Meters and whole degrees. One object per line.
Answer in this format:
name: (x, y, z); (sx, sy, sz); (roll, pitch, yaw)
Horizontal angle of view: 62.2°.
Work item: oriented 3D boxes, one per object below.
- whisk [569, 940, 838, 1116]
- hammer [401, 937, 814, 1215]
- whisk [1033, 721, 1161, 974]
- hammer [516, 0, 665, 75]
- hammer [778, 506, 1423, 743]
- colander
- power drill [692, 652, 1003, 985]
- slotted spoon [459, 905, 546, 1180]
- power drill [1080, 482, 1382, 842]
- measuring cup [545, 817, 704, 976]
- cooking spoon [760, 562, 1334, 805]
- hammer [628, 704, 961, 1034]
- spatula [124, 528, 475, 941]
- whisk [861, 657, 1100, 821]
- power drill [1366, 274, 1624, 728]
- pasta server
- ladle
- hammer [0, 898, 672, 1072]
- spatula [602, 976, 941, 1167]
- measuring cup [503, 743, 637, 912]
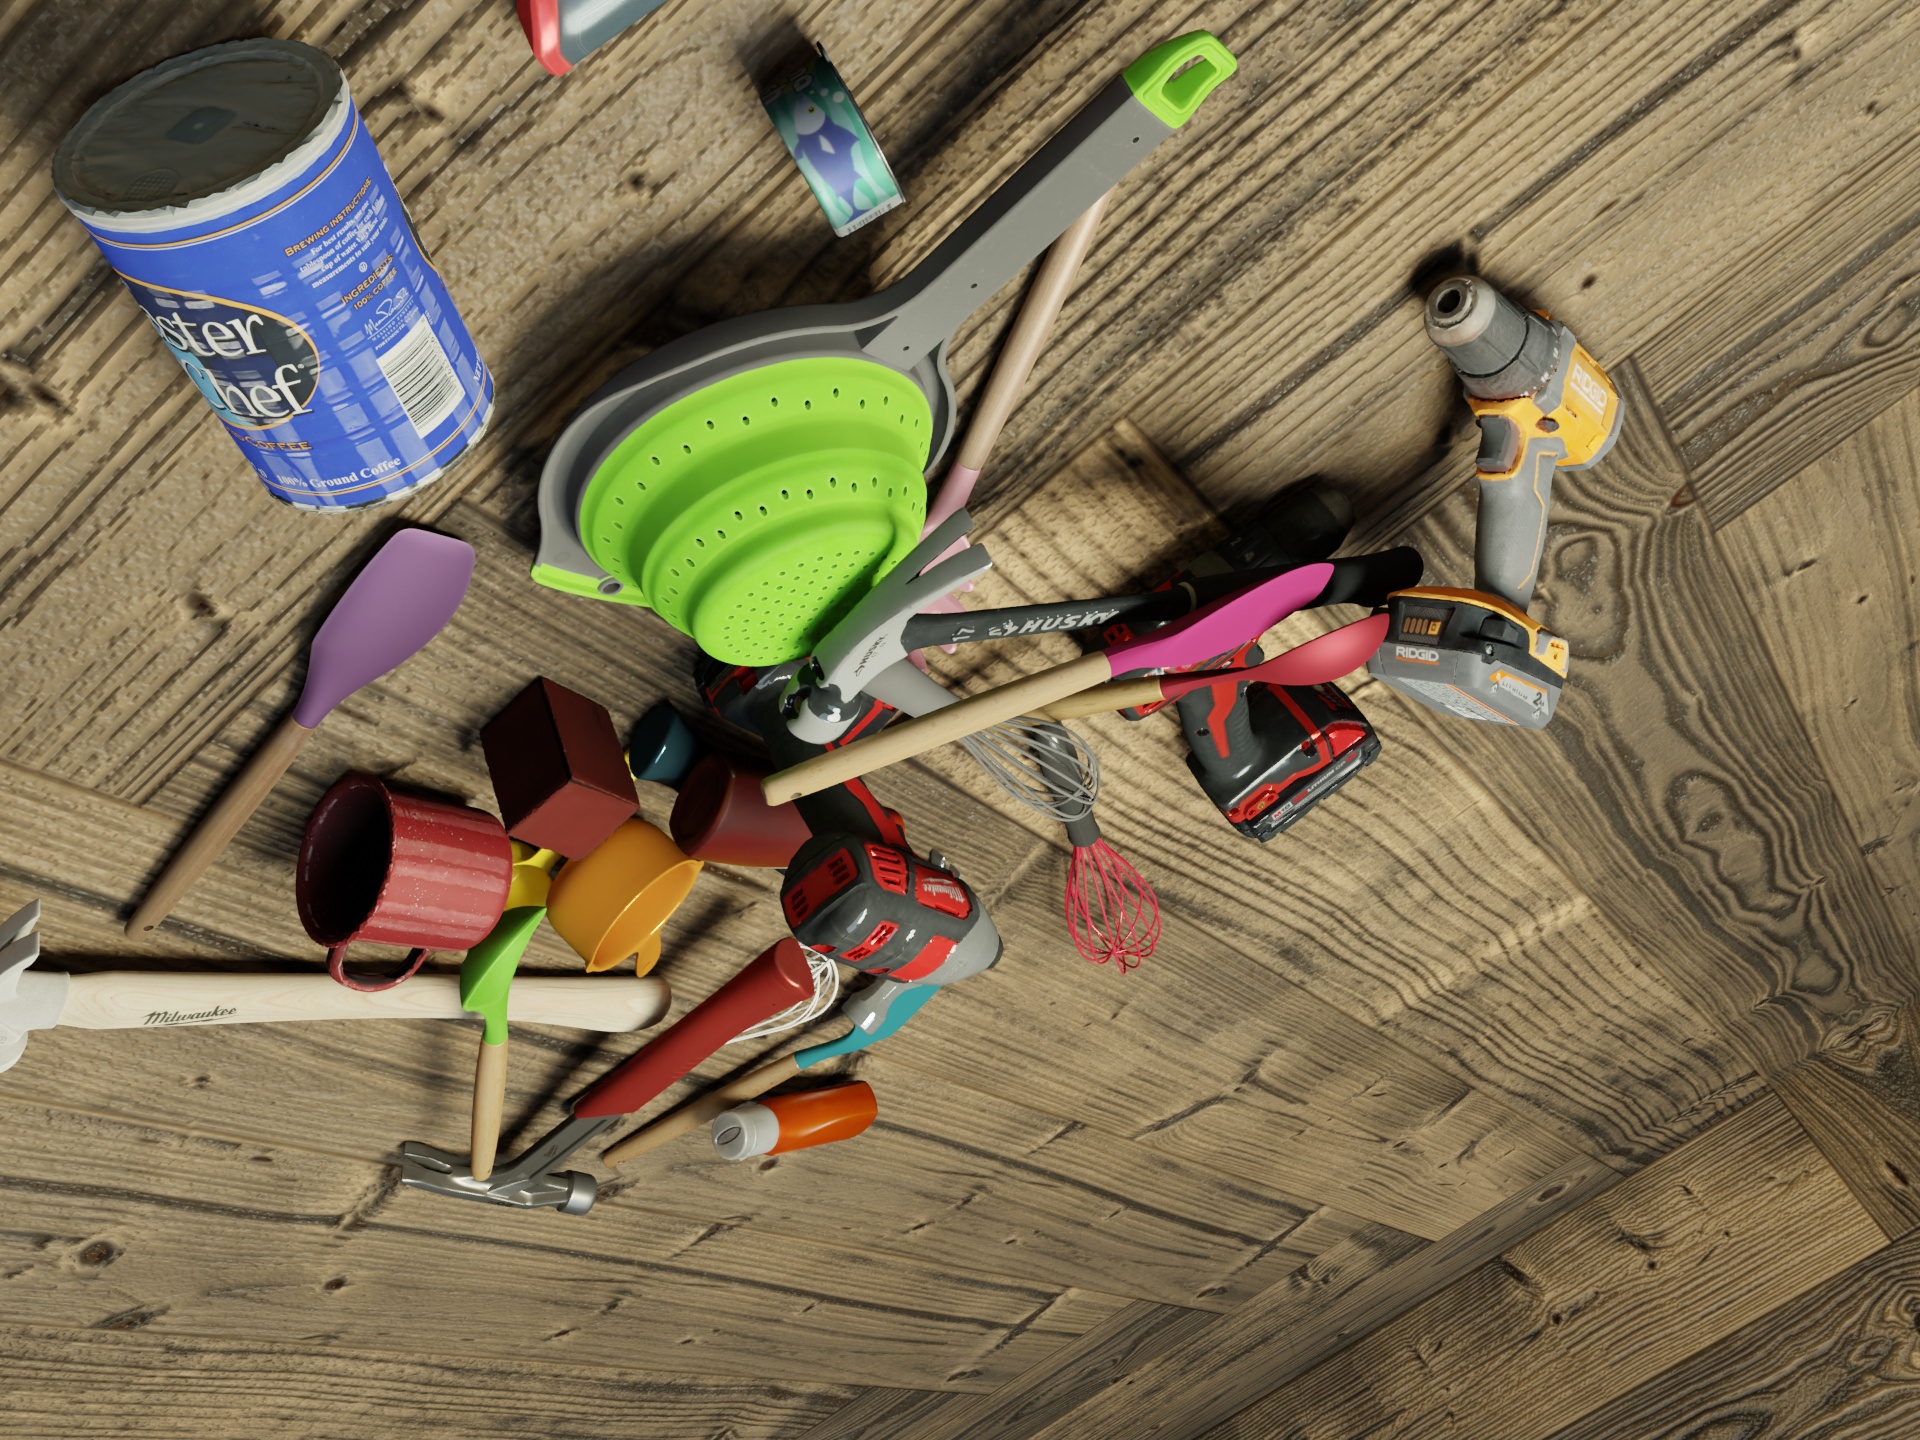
whisk: (-0.188, 0.231, 1.147); (0.246, 0.059, 0.057); (-33, 99, 16)
hammer: (-0.231, 0.247, 1.088); (0.149, 0.037, 0.359); (26, 128, -35)
whisk: (0.092, 0.092, 1.133); (0.073, 0.073, 0.295); (-24, 138, -2)
hammer: (0.008, -0.348, 0.580); (0.386, 0.038, 0.143); (-32, 144, 8)
hammer: (0.107, -0.065, 0.836); (0.408, 0.036, 0.149); (-10, 155, -37)
colander: (-0.026, -0.133, 0.704); (0.397, 0.095, 0.204); (-36, 156, 28)
power drill: (-0.054, 0.044, 0.854); (0.078, 0.220, 0.143); (-41, 140, 19)
slotted spoon: (-0.294, 0.211, 0.992); (0.070, 0.031, 0.313); (-54, 170, -44)
power drill: (0.197, -0.037, 1.027); (0.188, 0.080, 0.226); (-39, 137, 5)
measuring cup: (-0.212, 0.118, 0.988); (0.095, 0.052, 0.173); (-44, 169, -24)
cooking spoon: (0.050, -0.020, 0.799); (0.319, 0.017, 0.068); (-21, 158, -15)
hammer: (-0.101, 0.090, 1.015); (0.128, 0.033, 0.330); (-48, 137, -5)
spatula: (-0.348, 0.015, 0.817); (0.316, 0.018, 0.059); (-44, 149, 21)
whisk: (0.000, -0.004, 0.881); (0.055, 0.055, 0.238); (-42, 132, 20)
power drill: (0.299, -0.125, 0.902); (0.185, 0.084, 0.226); (20, 84, -46)
pasta server: (0.019, -0.151, 0.819); (0.060, 0.040, 0.316); (-10, 140, -40)
ladle: (0.093, -0.016, 0.922); (0.315, 0.031, 0.069); (-11, 175, 27)
hammer: (-0.357, 0.162, 0.956); (0.410, 0.038, 0.146); (8, 142, -39)
spatula: (-0.147, 0.264, 1.226); (0.317, 0.044, 0.082); (-29, 144, 12)
measuring cup: (-0.239, 0.061, 0.937); (0.156, 0.029, 0.062); (-46, 144, 6)
